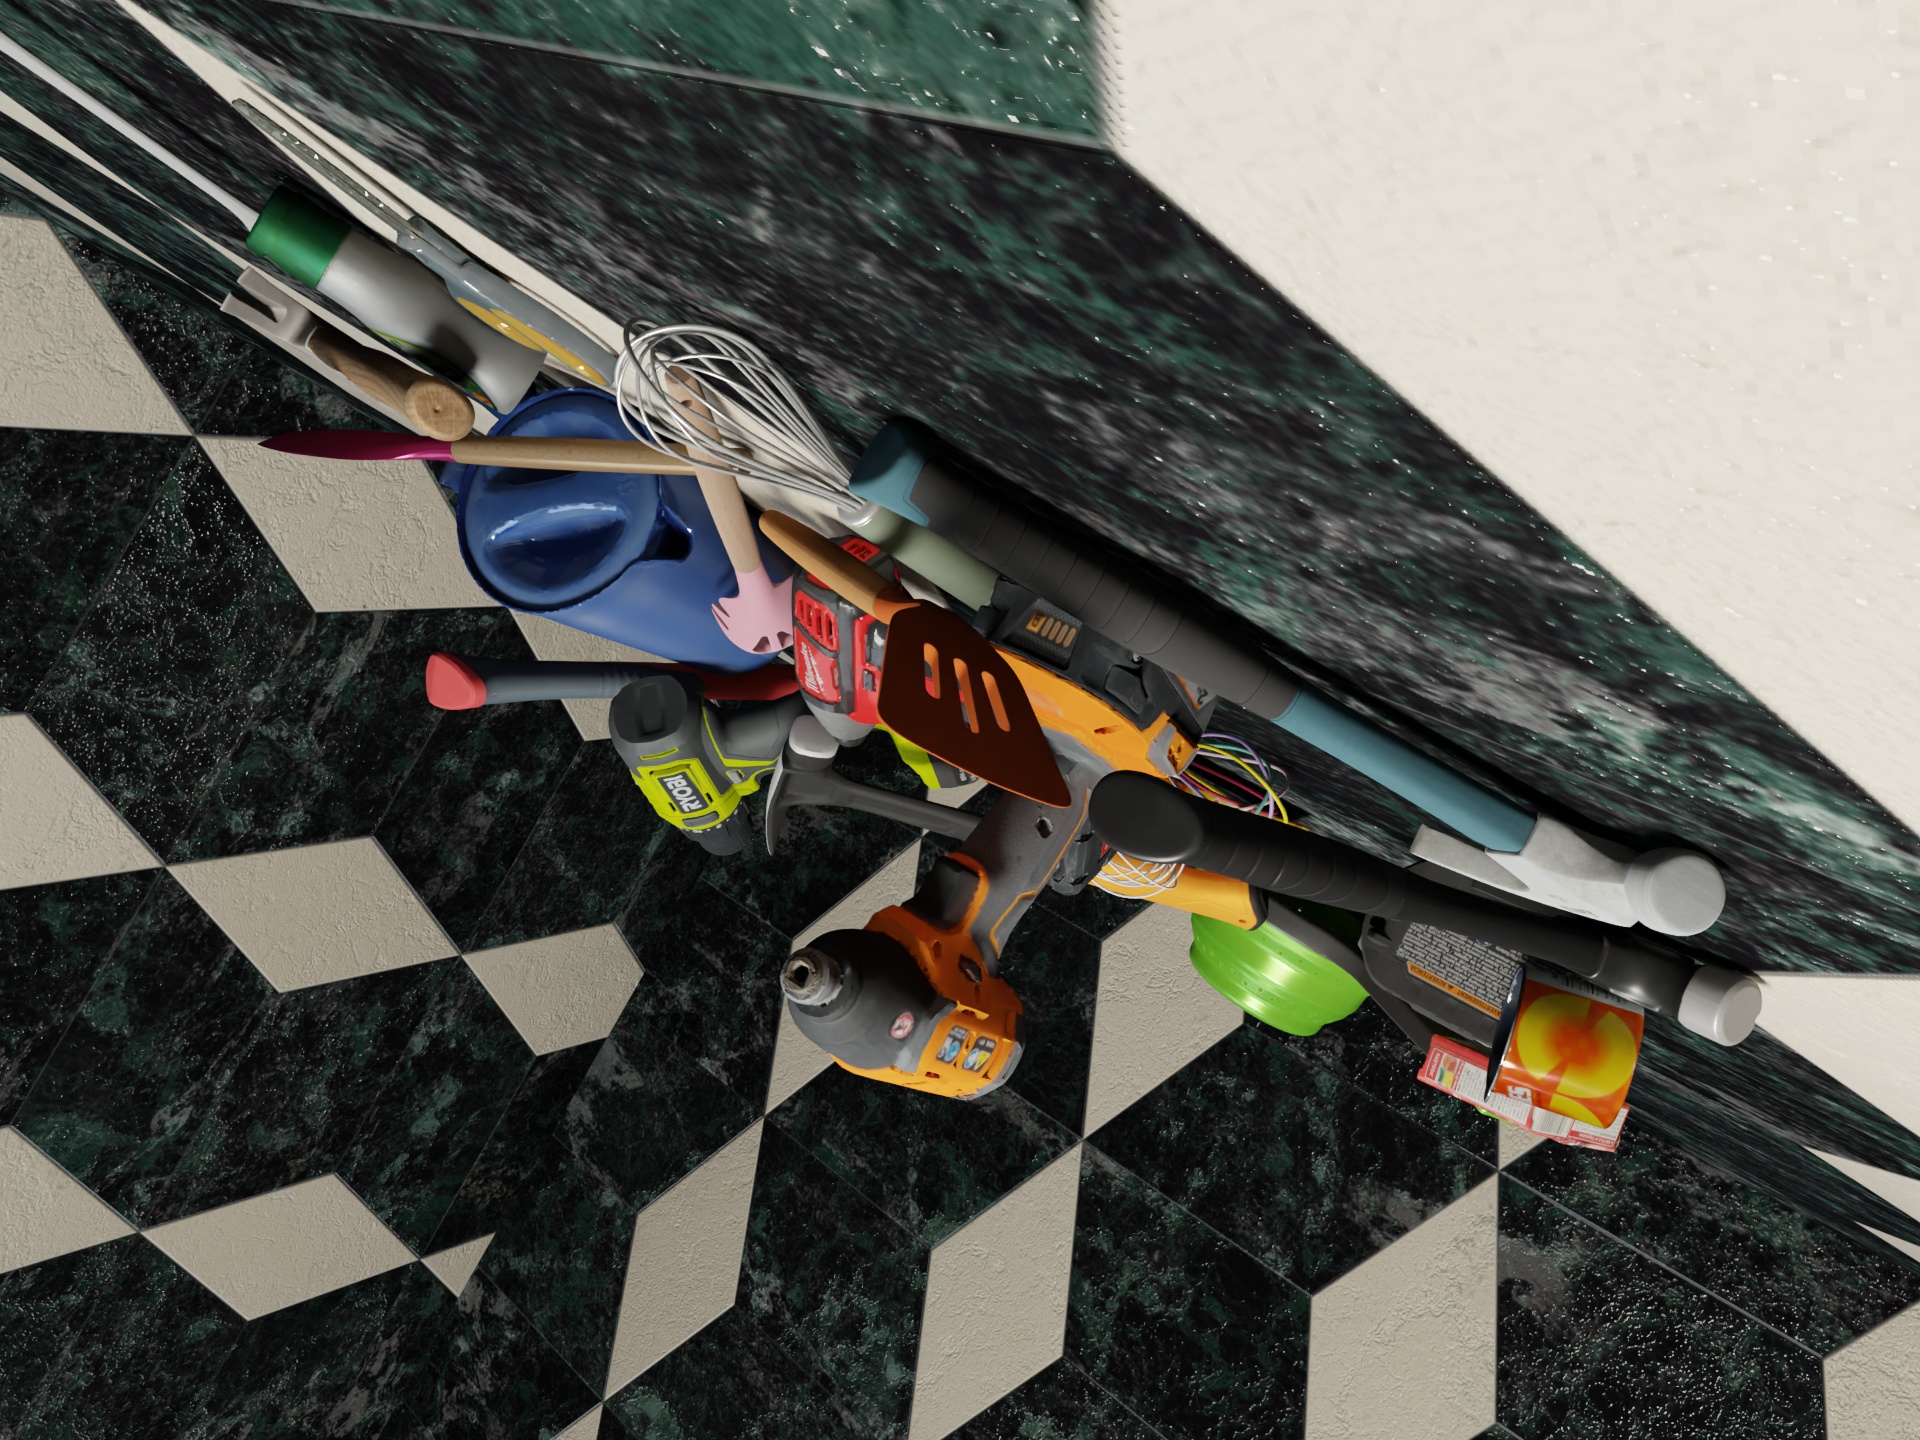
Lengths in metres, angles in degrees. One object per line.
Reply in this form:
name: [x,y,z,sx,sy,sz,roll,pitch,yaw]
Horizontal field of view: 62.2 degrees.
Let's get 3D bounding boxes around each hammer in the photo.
hammer: [0.039,0.084,1.042,0.337,0.034,0.127,16,143,-7]
hammer: [0.108,-0.015,0.584,0.331,0.033,0.128,30,175,-5]
hammer: [-0.188,-0.035,1.147,0.386,0.038,0.143,0,-153,-32]
hammer: [0.188,0.073,0.678,0.334,0.035,0.146,18,-175,-33]
hammer: [-0.338,-0.201,0.906,0.130,0.031,0.332,32,179,-36]
hammer: [-0.380,-0.271,0.843,0.144,0.035,0.405,27,176,33]

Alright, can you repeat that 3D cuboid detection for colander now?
colander: [0.253,0.191,1.098,0.204,0.094,0.397,26,-169,-19]

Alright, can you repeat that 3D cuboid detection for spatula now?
spatula: [-0.042,-0.046,0.666,0.081,0.041,0.323,25,-173,-27]

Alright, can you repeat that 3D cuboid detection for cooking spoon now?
cooking spoon: [-0.255,-0.149,0.874,0.319,0.017,0.069,7,-165,22]

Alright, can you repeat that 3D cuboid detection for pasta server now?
pasta server: [-0.118,-0.101,0.830,0.316,0.060,0.040,85,167,-70]

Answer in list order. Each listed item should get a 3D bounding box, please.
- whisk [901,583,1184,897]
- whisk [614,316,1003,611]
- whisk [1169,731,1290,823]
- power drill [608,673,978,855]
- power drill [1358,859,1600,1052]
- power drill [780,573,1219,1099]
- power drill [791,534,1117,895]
whisk: [0.028,0.001,0.960,0.284,0.070,0.070,44,176,0]
whisk: [-0.047,-0.095,0.654,0.246,0.058,0.059,29,-148,-49]
whisk: [0.124,0.023,0.937,0.047,0.051,0.245,25,-178,-22]
power drill: [-0.106,0.020,1.091,0.190,0.228,0.080,72,-176,-58]
power drill: [0.315,0.148,0.924,0.171,0.080,0.223,28,180,20]
power drill: [0.012,0.050,0.675,0.084,0.226,0.164,27,176,30]
power drill: [-0.001,-0.003,0.893,0.220,0.078,0.143,29,141,23]
